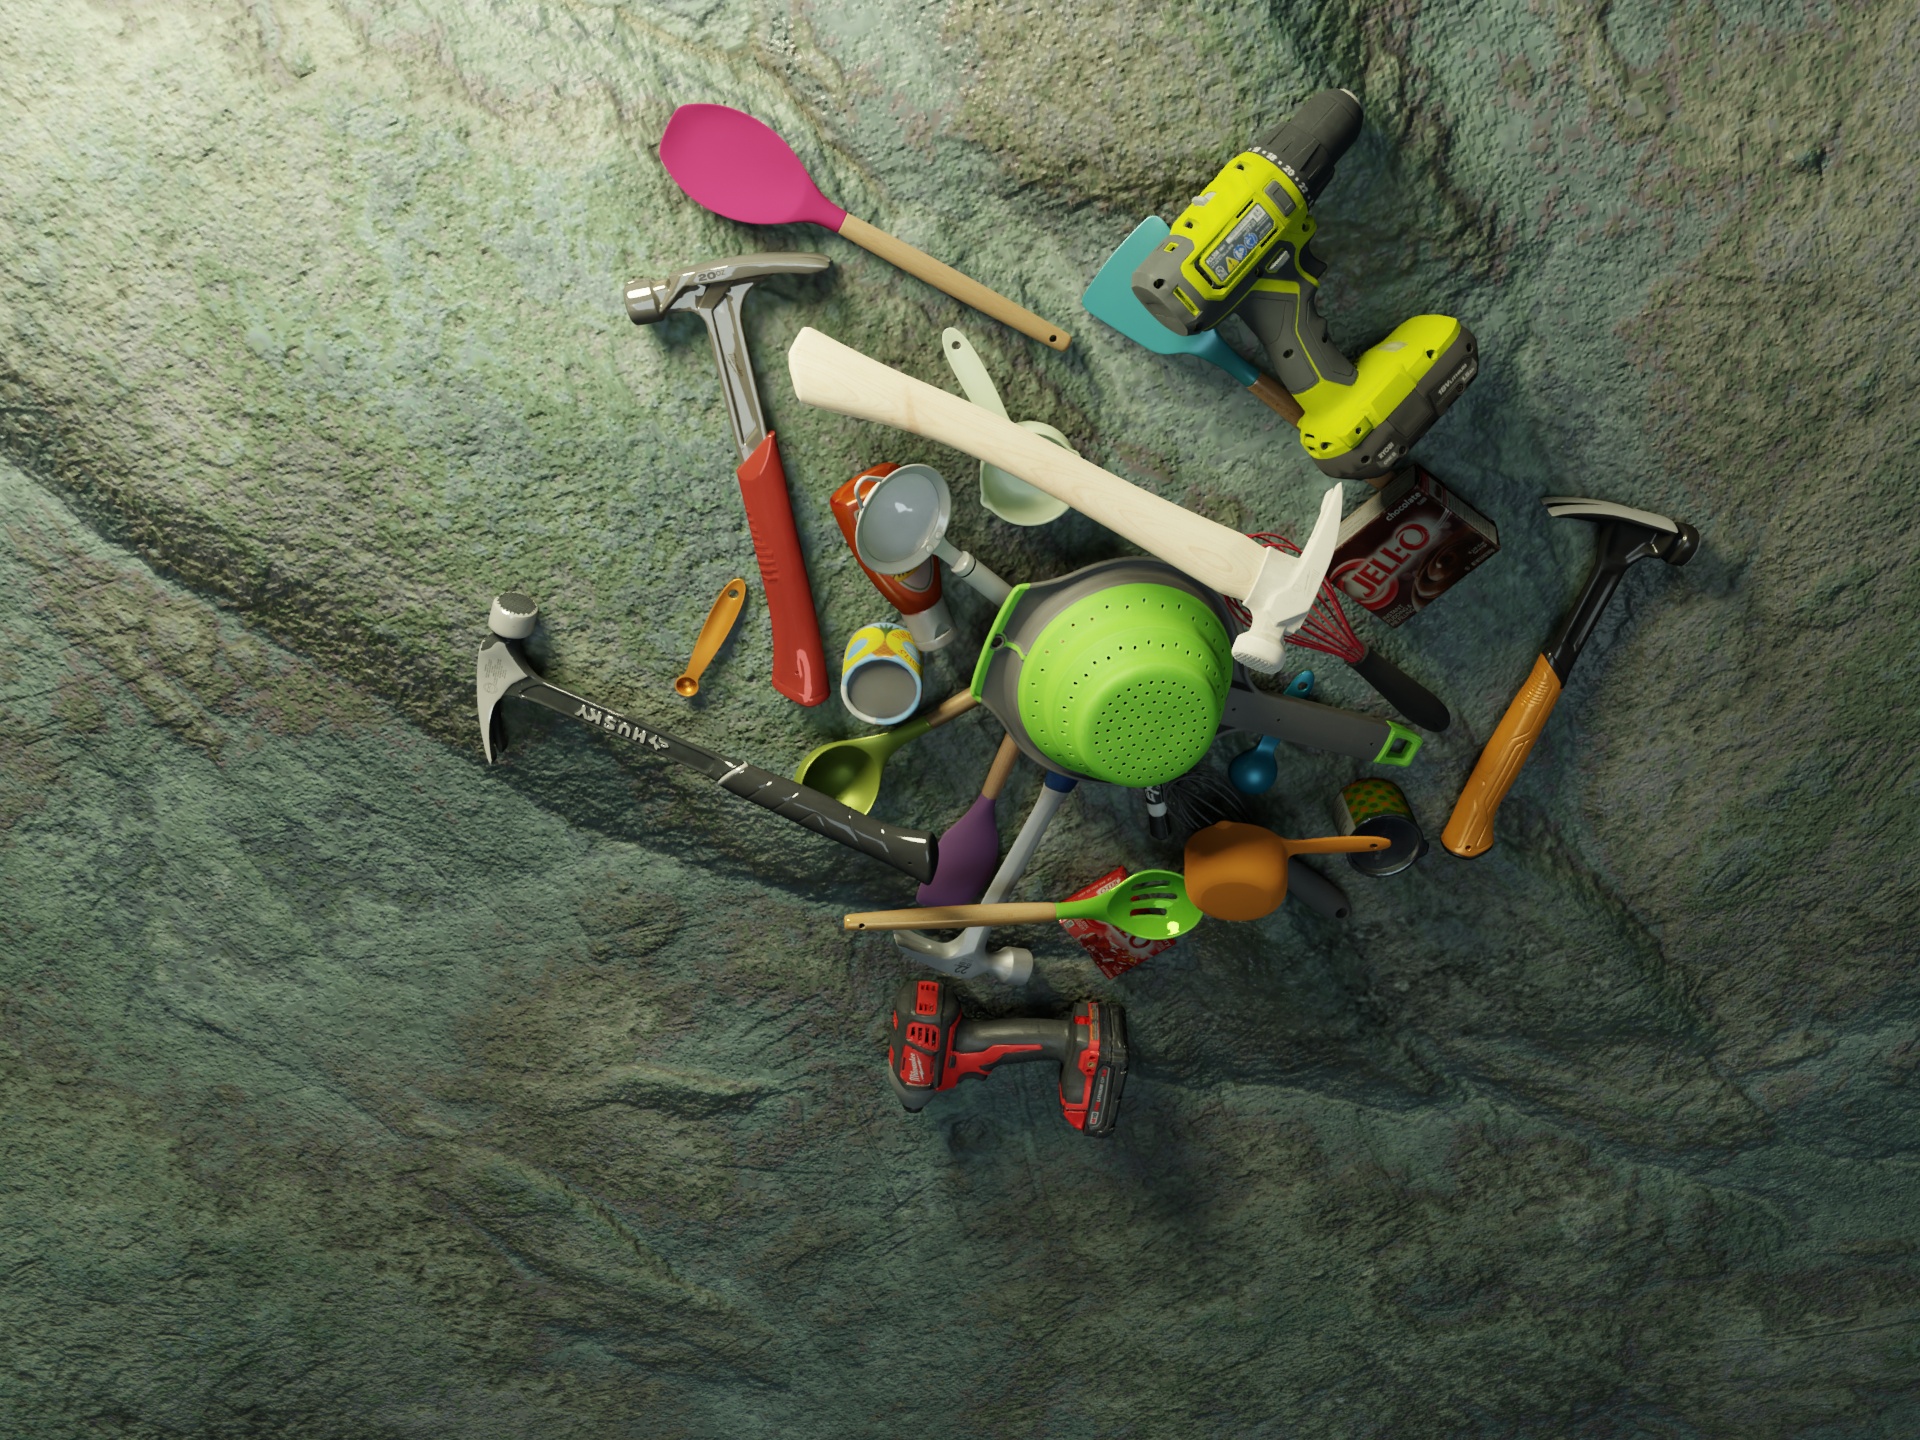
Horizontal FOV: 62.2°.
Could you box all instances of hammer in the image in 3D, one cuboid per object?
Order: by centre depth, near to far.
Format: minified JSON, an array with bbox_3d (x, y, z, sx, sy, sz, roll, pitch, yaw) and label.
[{"bbox_3d":[0.072,-0.185,1.135,0.410,0.038,0.146,26,82,-3],"label":"hammer"},{"bbox_3d":[-0.139,-0.173,1.215,0.149,0.037,0.358,-8,121,4],"label":"hammer"},{"bbox_3d":[-0.206,0.040,1.293,0.409,0.036,0.149,24,120,1],"label":"hammer"},{"bbox_3d":[0.472,-0.025,1.313,0.127,0.034,0.336,12,120,-9],"label":"hammer"},{"bbox_3d":[0.073,0.064,1.350,0.144,0.035,0.405,13,119,-26],"label":"hammer"}]

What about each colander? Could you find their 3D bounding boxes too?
[{"bbox_3d":[0.210,0.001,1.257,0.397,0.095,0.204,13,118,-19],"label":"colander"}]

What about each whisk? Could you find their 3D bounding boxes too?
[{"bbox_3d":[0.301,-0.063,1.258,0.295,0.073,0.073,32,116,-33],"label":"whisk"},{"bbox_3d":[0.265,0.111,1.390,0.238,0.055,0.055,37,114,-26],"label":"whisk"}]

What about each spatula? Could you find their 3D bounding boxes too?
[{"bbox_3d":[0.235,-0.246,1.184,0.317,0.044,0.082,31,115,-23],"label":"spatula"},{"bbox_3d":[0.036,0.044,1.359,0.059,0.018,0.315,12,122,-17],"label":"spatula"}]

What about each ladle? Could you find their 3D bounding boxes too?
[{"bbox_3d":[-0.002,-0.004,1.296,0.320,0.062,0.078,-30,126,19],"label":"ladle"}]

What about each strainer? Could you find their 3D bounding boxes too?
[{"bbox_3d":[-0.005,-0.123,1.211,0.258,0.050,0.087,34,93,-43],"label":"strainer"}]

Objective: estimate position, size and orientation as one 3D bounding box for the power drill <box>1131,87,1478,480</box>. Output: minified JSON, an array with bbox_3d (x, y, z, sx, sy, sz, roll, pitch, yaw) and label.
[{"bbox_3d":[0.254,-0.299,1.108,0.228,0.080,0.190,42,92,-23],"label":"power drill"}]

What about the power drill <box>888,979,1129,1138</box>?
[{"bbox_3d":[0.041,0.322,1.498,0.219,0.079,0.143,7,121,-2],"label":"power drill"}]

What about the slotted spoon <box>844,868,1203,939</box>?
[{"bbox_3d":[0.056,0.164,1.371,0.313,0.031,0.070,-2,113,-10],"label":"slotted spoon"}]

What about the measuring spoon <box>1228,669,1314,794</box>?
[{"bbox_3d":[0.267,0.014,1.341,0.042,0.021,0.128,17,121,-11],"label":"measuring spoon"}]

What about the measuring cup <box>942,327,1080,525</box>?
[{"bbox_3d":[0.030,-0.224,1.186,0.083,0.038,0.167,-25,116,14],"label":"measuring cup"}]

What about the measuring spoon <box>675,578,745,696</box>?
[{"bbox_3d":[-0.203,-0.068,1.295,0.021,0.011,0.117,25,114,-14],"label":"measuring spoon"}]

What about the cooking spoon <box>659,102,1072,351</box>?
[{"bbox_3d":[-0.061,-0.339,1.124,0.318,0.017,0.068,25,109,-15],"label":"cooking spoon"}]

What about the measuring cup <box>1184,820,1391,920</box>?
[{"bbox_3d":[0.271,0.127,1.329,0.173,0.052,0.095,-7,140,22],"label":"measuring cup"}]
